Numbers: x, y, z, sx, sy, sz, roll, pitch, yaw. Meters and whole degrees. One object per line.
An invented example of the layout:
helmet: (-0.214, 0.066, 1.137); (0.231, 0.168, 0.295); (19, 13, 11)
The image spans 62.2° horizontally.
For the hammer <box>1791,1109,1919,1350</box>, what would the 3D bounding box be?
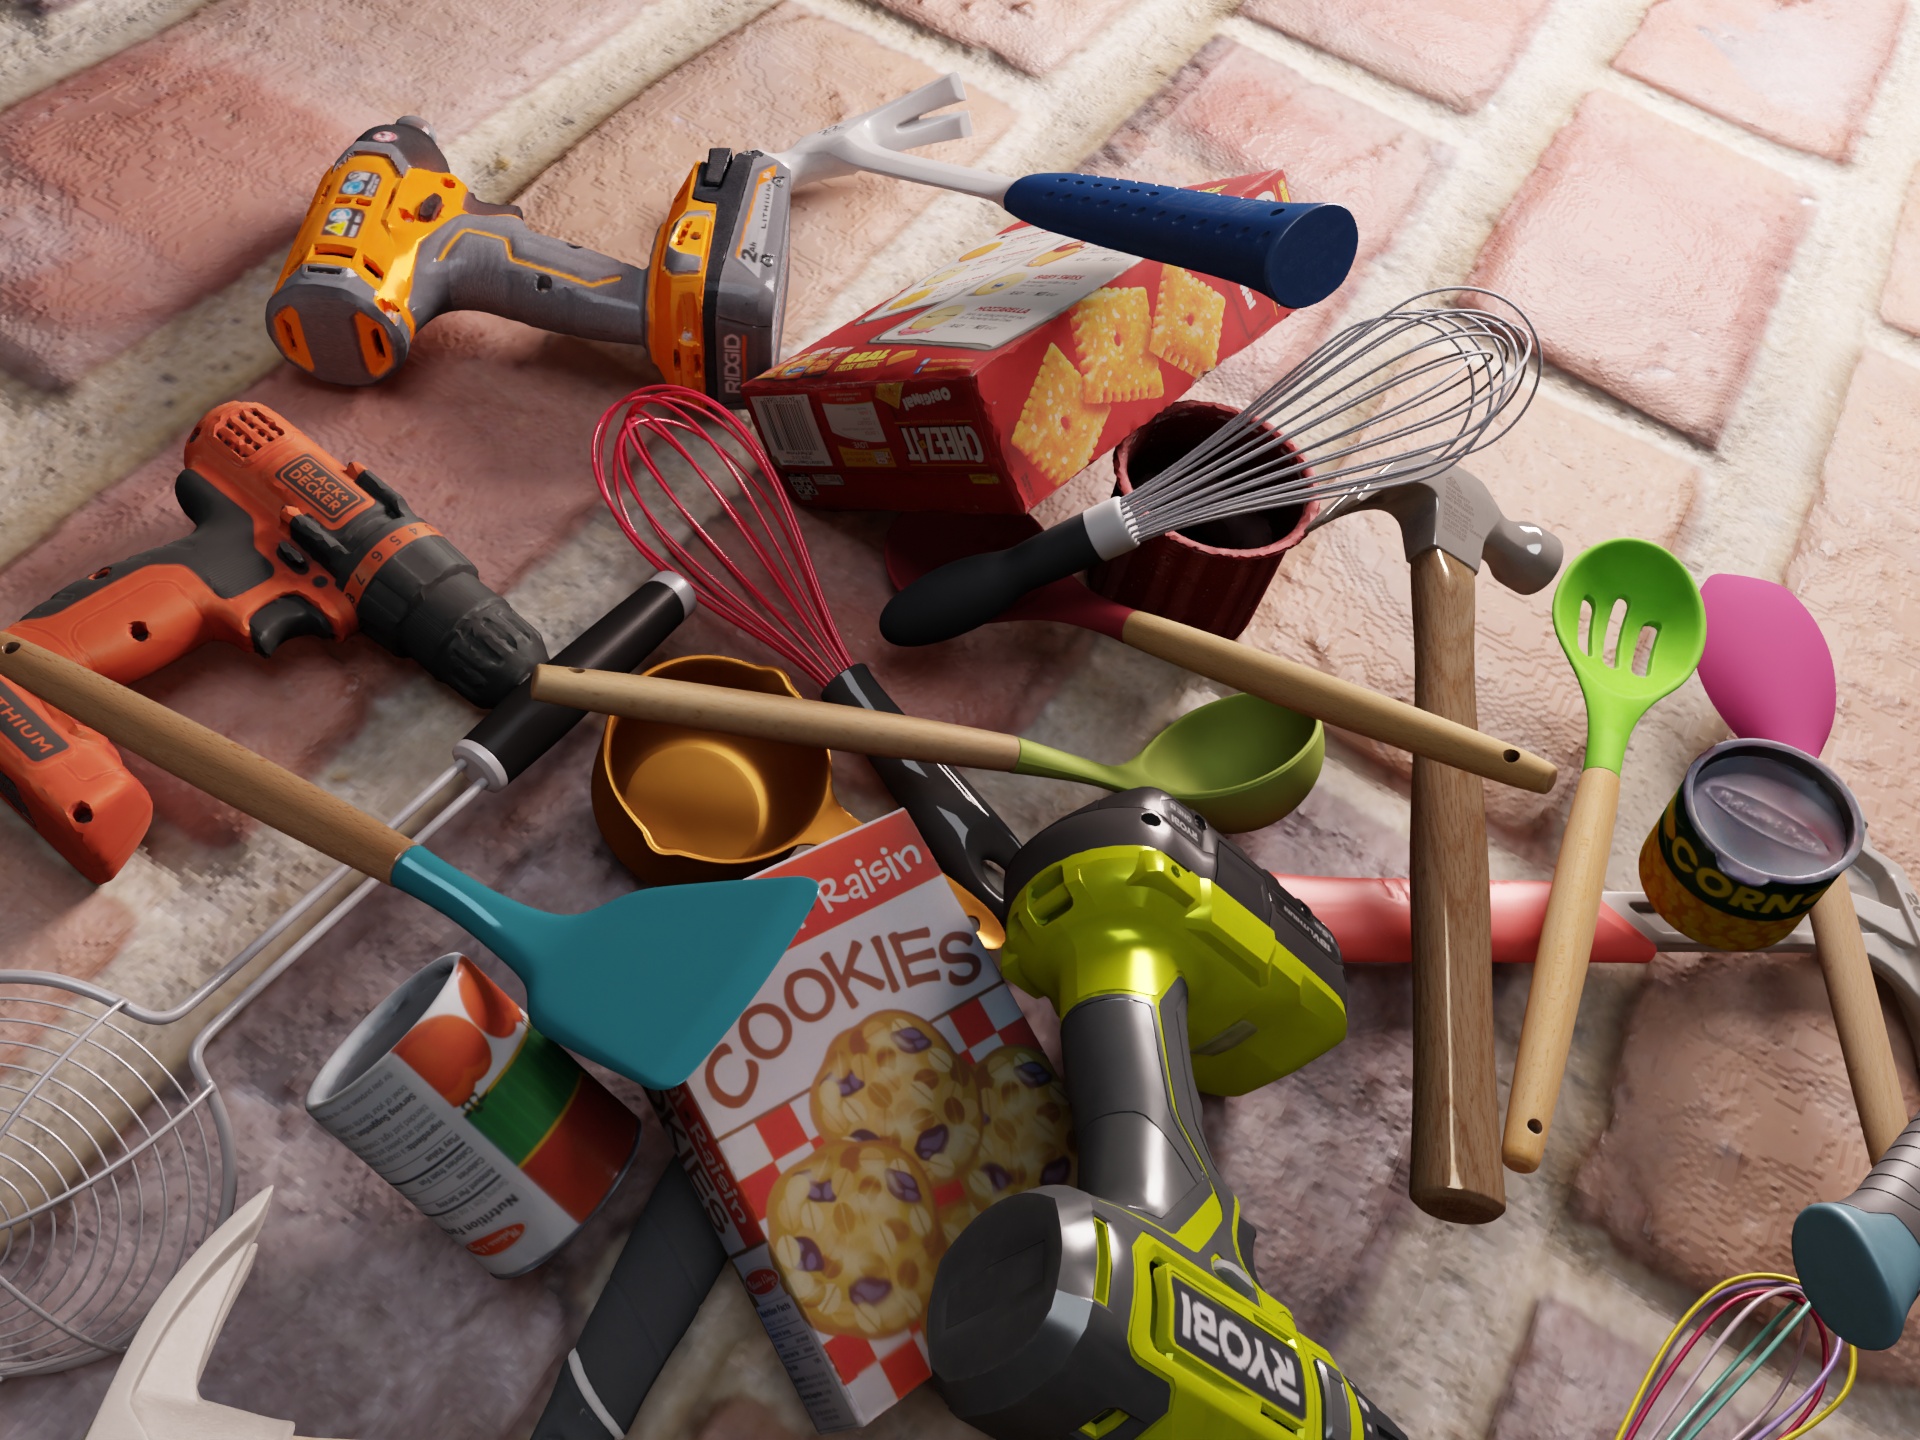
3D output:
hammer: (0.400, 0.137, 0.608); (0.331, 0.033, 0.128); (-20, 72, -38)

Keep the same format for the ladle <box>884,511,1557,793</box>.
ladle: (0.091, -0.032, 0.649); (0.316, 0.031, 0.069); (25, 69, 36)

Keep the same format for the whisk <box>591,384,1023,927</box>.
whisk: (-0.061, -0.030, 0.669); (0.073, 0.073, 0.296); (-31, 73, -28)

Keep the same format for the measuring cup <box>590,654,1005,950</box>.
measuring cup: (-0.064, 0.048, 0.620); (0.173, 0.052, 0.095); (34, 55, -6)

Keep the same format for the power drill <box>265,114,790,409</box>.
power drill: (-0.198, -0.229, 0.766); (0.226, 0.084, 0.164); (4, 54, -4)

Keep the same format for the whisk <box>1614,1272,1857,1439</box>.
whisk: (0.219, 0.265, 0.525); (0.245, 0.051, 0.047); (-32, 72, -25)

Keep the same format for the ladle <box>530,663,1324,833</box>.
ladle: (-0.001, -0.002, 0.616); (0.320, 0.062, 0.078); (9, 15, -22)

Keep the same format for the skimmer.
skimmer: (-0.223, 0.062, 0.566); (0.127, 0.090, 0.363); (48, 49, -10)

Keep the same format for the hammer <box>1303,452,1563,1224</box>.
hammer: (0.191, 0.028, 0.629); (0.130, 0.031, 0.332); (25, 55, -23)

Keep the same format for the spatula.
spatula: (-0.199, 0.028, 0.510); (0.317, 0.044, 0.082); (24, 51, 15)

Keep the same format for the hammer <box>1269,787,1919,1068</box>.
hammer: (0.237, 0.091, 0.653); (0.359, 0.036, 0.149); (2, 55, -11)

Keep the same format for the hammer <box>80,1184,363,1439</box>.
hammer: (-0.017, 0.231, 0.425); (0.410, 0.038, 0.146); (18, 22, -13)

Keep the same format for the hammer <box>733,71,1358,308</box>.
hammer: (0.029, -0.241, 0.717); (0.144, 0.035, 0.406); (-29, 35, -18)

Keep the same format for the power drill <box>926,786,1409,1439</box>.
power drill: (0.081, 0.149, 0.507); (0.190, 0.080, 0.229); (38, 32, -23)

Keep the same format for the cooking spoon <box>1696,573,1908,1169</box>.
cooking spoon: (0.362, 0.058, 0.670); (0.068, 0.017, 0.319); (9, 54, -2)

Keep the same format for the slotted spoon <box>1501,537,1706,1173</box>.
slotted spoon: (0.257, 0.043, 0.653); (0.070, 0.031, 0.314); (24, 56, 5)

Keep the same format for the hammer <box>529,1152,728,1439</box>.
hammer: (-0.118, 0.229, 0.488); (0.149, 0.036, 0.409); (25, 54, 5)

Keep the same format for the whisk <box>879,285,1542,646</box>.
whisk: (0.090, -0.089, 0.635); (0.284, 0.070, 0.070); (-23, 54, 21)
